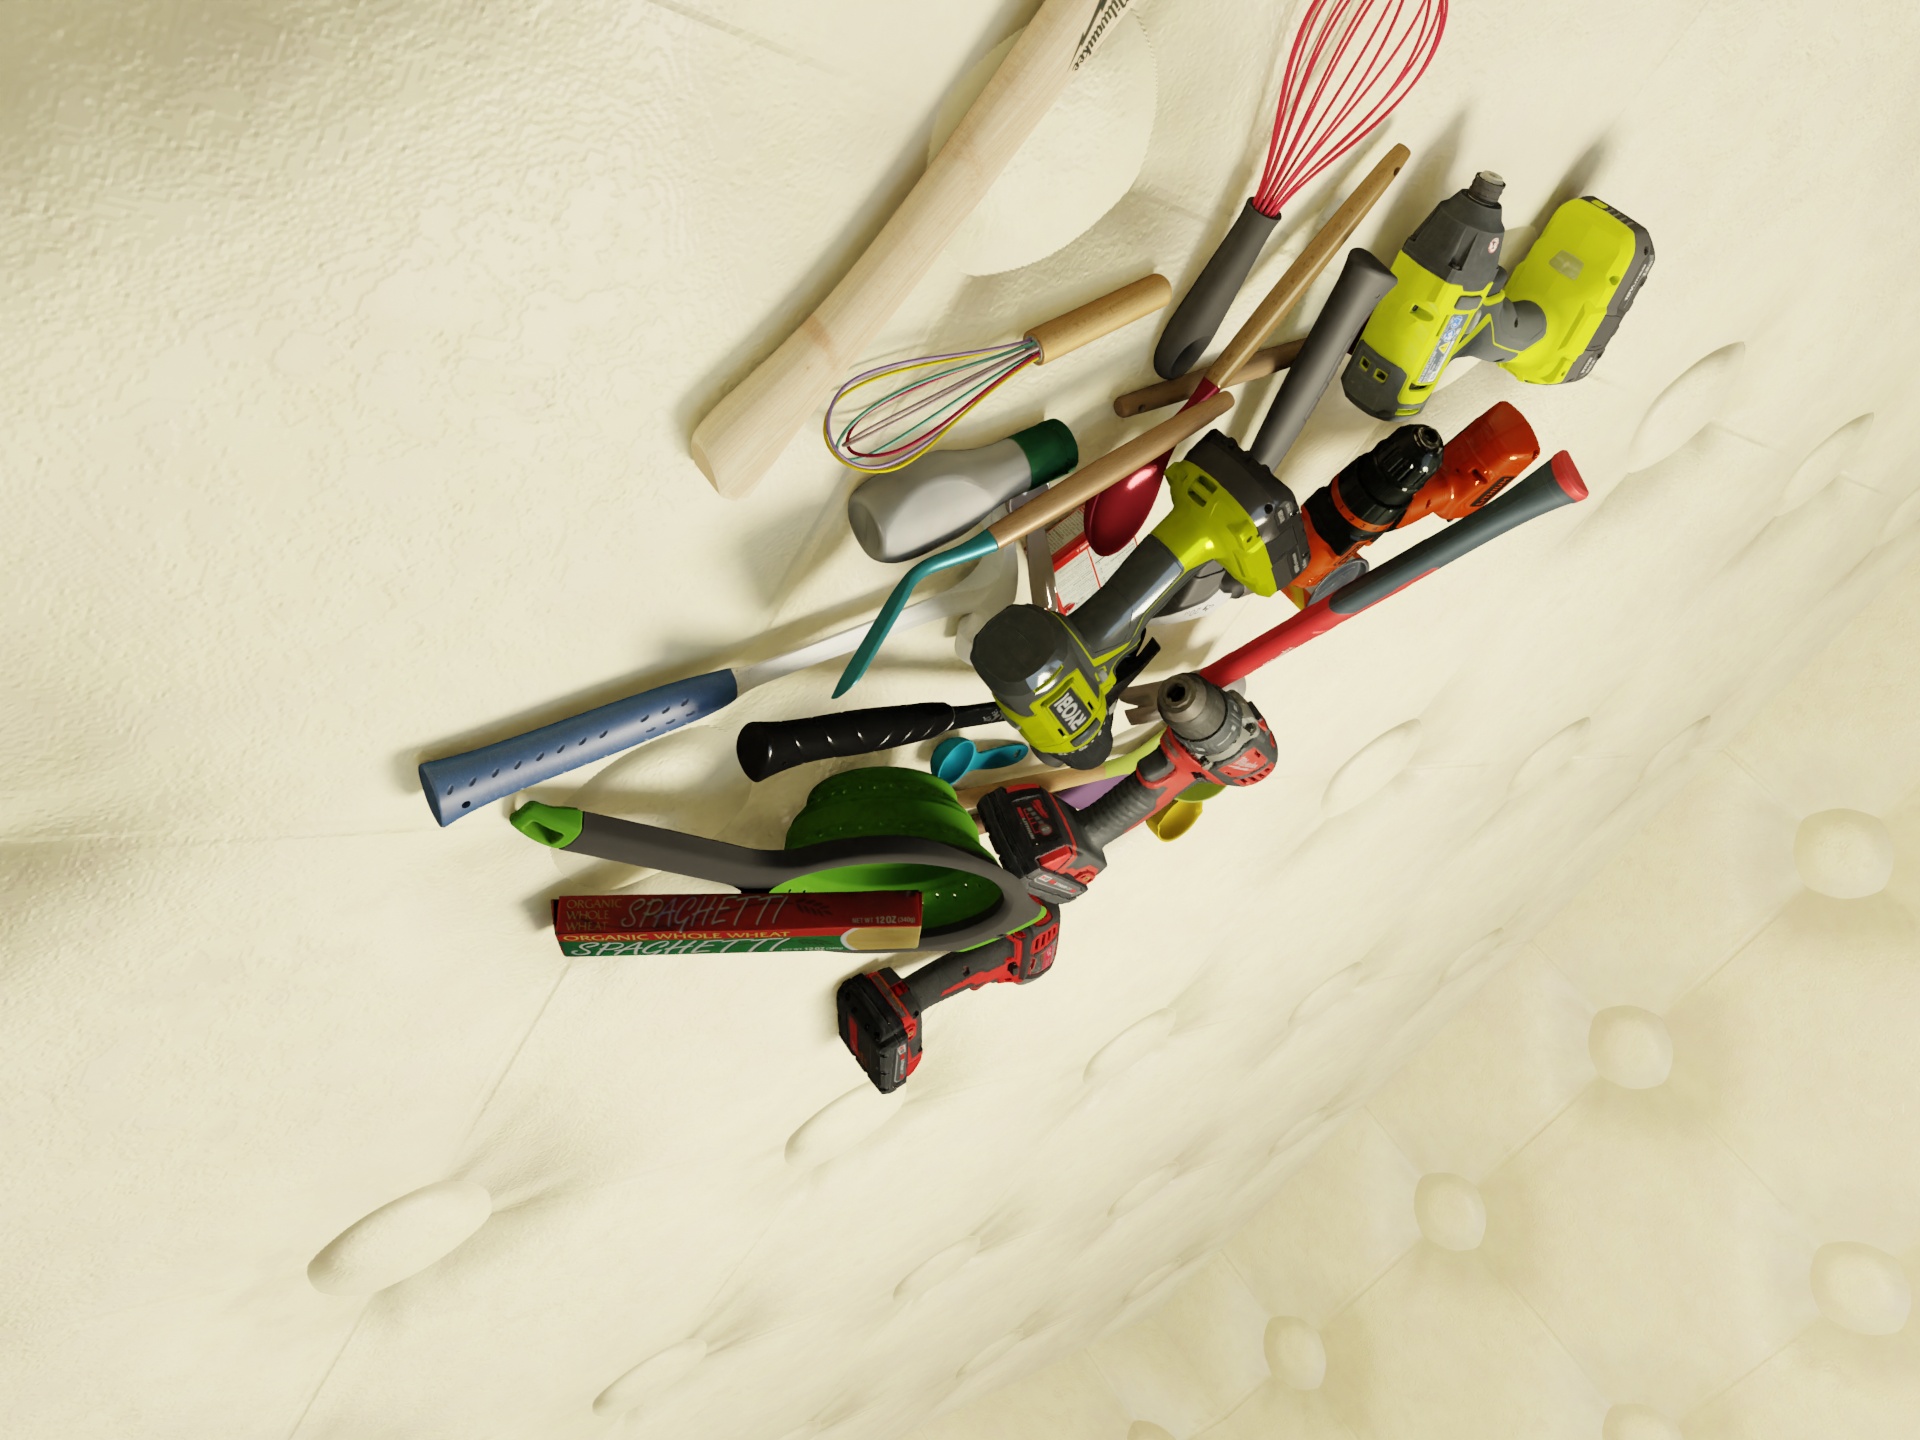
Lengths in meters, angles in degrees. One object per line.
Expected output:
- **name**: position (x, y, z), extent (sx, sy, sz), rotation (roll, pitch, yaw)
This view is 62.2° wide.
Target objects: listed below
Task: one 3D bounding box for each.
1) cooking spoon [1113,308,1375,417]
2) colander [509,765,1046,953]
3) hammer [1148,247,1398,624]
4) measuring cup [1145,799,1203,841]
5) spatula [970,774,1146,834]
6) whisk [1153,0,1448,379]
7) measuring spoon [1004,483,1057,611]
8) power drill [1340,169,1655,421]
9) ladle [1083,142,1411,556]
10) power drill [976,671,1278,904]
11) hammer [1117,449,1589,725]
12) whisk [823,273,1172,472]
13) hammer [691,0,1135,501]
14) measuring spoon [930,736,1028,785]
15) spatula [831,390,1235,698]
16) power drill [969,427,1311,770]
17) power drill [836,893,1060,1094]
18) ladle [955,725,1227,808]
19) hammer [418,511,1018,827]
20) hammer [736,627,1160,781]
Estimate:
- **cooking spoon**: position (0.233, -0.255, 1.099), extent (0.319, 0.017, 0.068), rotation (-22, 144, -27)
- **colander**: position (-0.120, 0.075, 1.106), extent (0.396, 0.095, 0.204), rotation (17, 147, -35)
- **hammer**: position (0.213, -0.189, 1.125), extent (0.146, 0.035, 0.334), rotation (-19, 151, -32)
- **measuring cup**: position (0.213, 0.045, 1.500), extent (0.062, 0.029, 0.156), rotation (-13, 130, -38)
- **spatula**: position (0.063, 0.077, 1.373), extent (0.316, 0.018, 0.059), rotation (-14, 133, -38)
- **whisk**: position (0.189, -0.316, 0.931), extent (0.073, 0.073, 0.295), rotation (-13, 148, -38)
- **measuring spoon**: position (0.048, -0.112, 1.063), extent (0.034, 0.018, 0.124), rotation (-31, 132, -24)
- **power drill**: position (0.383, -0.303, 1.122), extent (0.223, 0.080, 0.171), rotation (-14, 140, -37)
- **ladle**: position (0.179, -0.237, 1.023), extent (0.315, 0.031, 0.069), rotation (-51, 149, 12)
- **power drill**: position (0.128, 0.046, 1.231), extent (0.226, 0.080, 0.187), rotation (-32, 154, 14)
- **hammer**: position (0.286, -0.090, 1.189), extent (0.143, 0.038, 0.386), rotation (-11, 165, -44)
- **whisk**: position (0.027, -0.203, 0.921), extent (0.245, 0.047, 0.051), rotation (-30, 148, -22)
- **hammer**: position (0.005, -0.272, 0.807), extent (0.410, 0.038, 0.146), rotation (-48, 150, 18)
- **measuring spoon**: position (0.014, 0.026, 1.257), extent (0.128, 0.021, 0.042), rotation (-6, 126, -57)
- **spatula**: position (0.046, -0.114, 0.980), extent (0.317, 0.044, 0.082), rotation (-32, -176, -12)
- **power drill**: position (0.123, -0.067, 1.065), extent (0.228, 0.080, 0.190), rotation (-43, 151, 0)
- **power drill**: position (-0.004, 0.247, 1.484), extent (0.219, 0.079, 0.143), rotation (-29, 150, -21)
- **ladle**: position (0.107, 0.051, 1.352), extent (0.320, 0.062, 0.078), rotation (-9, 113, -36)
- **hammer**: position (-0.133, -0.030, 0.990), extent (0.405, 0.035, 0.144), rotation (-22, 147, -26)
- **hammer**: position (-0.002, -0.004, 1.105), extent (0.408, 0.036, 0.149), rotation (-9, 147, -53)
